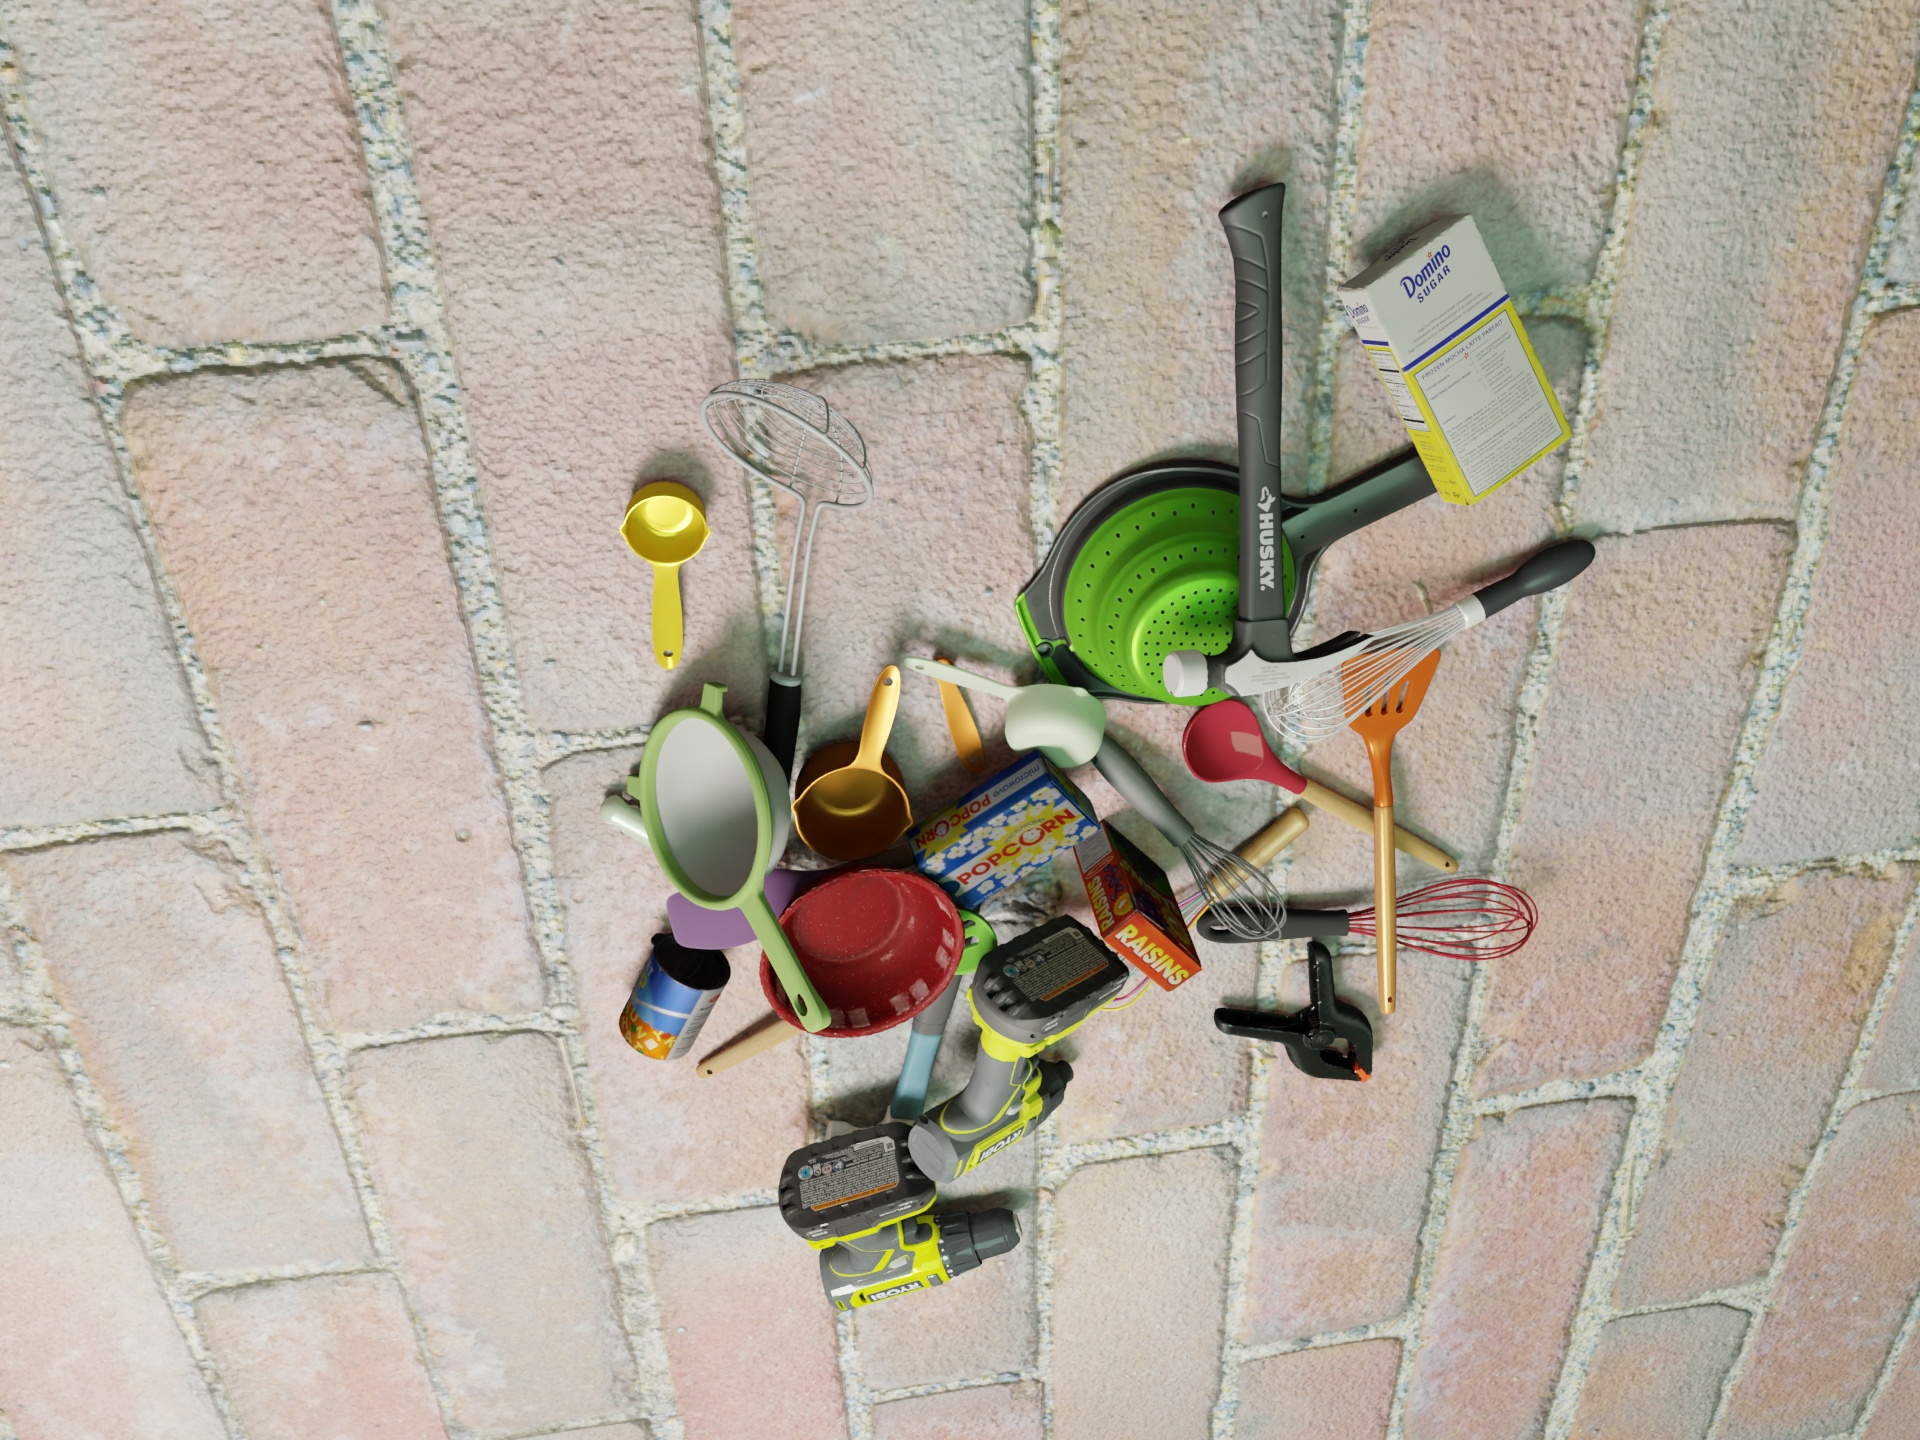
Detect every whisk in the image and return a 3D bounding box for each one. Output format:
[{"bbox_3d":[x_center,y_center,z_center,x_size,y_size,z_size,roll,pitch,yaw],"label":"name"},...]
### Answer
[{"bbox_3d":[0.199,0.161,1.342,0.245,0.047,0.051,-42,136,13],"label":"whisk"},{"bbox_3d":[0.356,-0.069,1.206,0.284,0.070,0.070,-28,122,-4],"label":"whisk"},{"bbox_3d":[-0.176,0.122,1.261,0.246,0.058,0.059,31,78,-21],"label":"whisk"},{"bbox_3d":[0.350,0.174,1.366,0.296,0.073,0.073,-1,122,-1],"label":"whisk"},{"bbox_3d":[0.178,0.093,1.272,0.055,0.055,0.239,-40,104,16],"label":"whisk"}]

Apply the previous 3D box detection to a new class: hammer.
[{"bbox_3d":[-0.027,0.255,1.369,0.128,0.033,0.330,7,120,-12],"label":"hammer"},{"bbox_3d":[0.205,-0.185,1.065,0.146,0.035,0.334,-6,101,-15],"label":"hammer"}]

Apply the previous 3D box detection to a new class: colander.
[{"bbox_3d":[0.239,-0.113,1.145,0.397,0.095,0.204,-26,122,7],"label":"colander"}]

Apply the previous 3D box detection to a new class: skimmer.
[{"bbox_3d":[-0.133,-0.070,1.118,0.127,0.090,0.363,22,125,17],"label":"skimmer"}]

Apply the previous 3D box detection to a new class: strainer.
[{"bbox_3d":[-0.142,0.104,1.157,0.069,0.256,0.151,-14,158,-45],"label":"strainer"}]

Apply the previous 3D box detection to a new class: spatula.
[{"bbox_3d":[-0.073,0.118,1.255,0.316,0.018,0.059,-16,108,-11],"label":"spatula"},{"bbox_3d":[0.348,0.094,1.297,0.081,0.041,0.322,-7,105,-5],"label":"spatula"}]

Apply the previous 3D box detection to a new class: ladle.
[{"bbox_3d":[0.299,0.063,1.305,0.315,0.031,0.069,27,96,-25],"label":"ladle"}]

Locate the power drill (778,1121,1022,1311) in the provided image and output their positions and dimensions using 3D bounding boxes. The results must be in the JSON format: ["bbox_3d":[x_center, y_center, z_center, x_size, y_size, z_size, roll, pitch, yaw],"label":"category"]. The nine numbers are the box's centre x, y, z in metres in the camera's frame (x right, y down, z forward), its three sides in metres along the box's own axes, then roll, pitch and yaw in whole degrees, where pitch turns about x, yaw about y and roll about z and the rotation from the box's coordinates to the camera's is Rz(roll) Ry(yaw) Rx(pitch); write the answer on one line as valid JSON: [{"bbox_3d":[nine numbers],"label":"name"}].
[{"bbox_3d":[-0.054,0.453,1.441,0.190,0.080,0.228,-17,139,3],"label":"power drill"}]

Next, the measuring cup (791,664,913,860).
[{"bbox_3d":[-0.074,0.023,1.208,0.095,0.052,0.173,9,118,-14],"label":"measuring cup"}]

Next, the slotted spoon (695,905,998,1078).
[{"bbox_3d":[-0.101,0.231,1.325,0.314,0.031,0.070,-30,110,21],"label":"slotted spoon"}]

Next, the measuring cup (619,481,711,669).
[{"bbox_3d":[-0.209,-0.102,1.130,0.062,0.029,0.156,0,133,-9],"label":"measuring cup"}]

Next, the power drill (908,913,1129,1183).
[{"bbox_3d":[0.054,0.274,1.326,0.171,0.080,0.223,-21,142,-39],"label":"power drill"}]

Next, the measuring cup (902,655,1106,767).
[{"bbox_3d":[0.030,-0.007,1.191,0.167,0.038,0.083,19,151,-18],"label":"measuring cup"}]

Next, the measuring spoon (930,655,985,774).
[{"bbox_3d":[-0.002,-0.004,1.228,0.021,0.011,0.116,-19,126,0],"label":"measuring spoon"}]
